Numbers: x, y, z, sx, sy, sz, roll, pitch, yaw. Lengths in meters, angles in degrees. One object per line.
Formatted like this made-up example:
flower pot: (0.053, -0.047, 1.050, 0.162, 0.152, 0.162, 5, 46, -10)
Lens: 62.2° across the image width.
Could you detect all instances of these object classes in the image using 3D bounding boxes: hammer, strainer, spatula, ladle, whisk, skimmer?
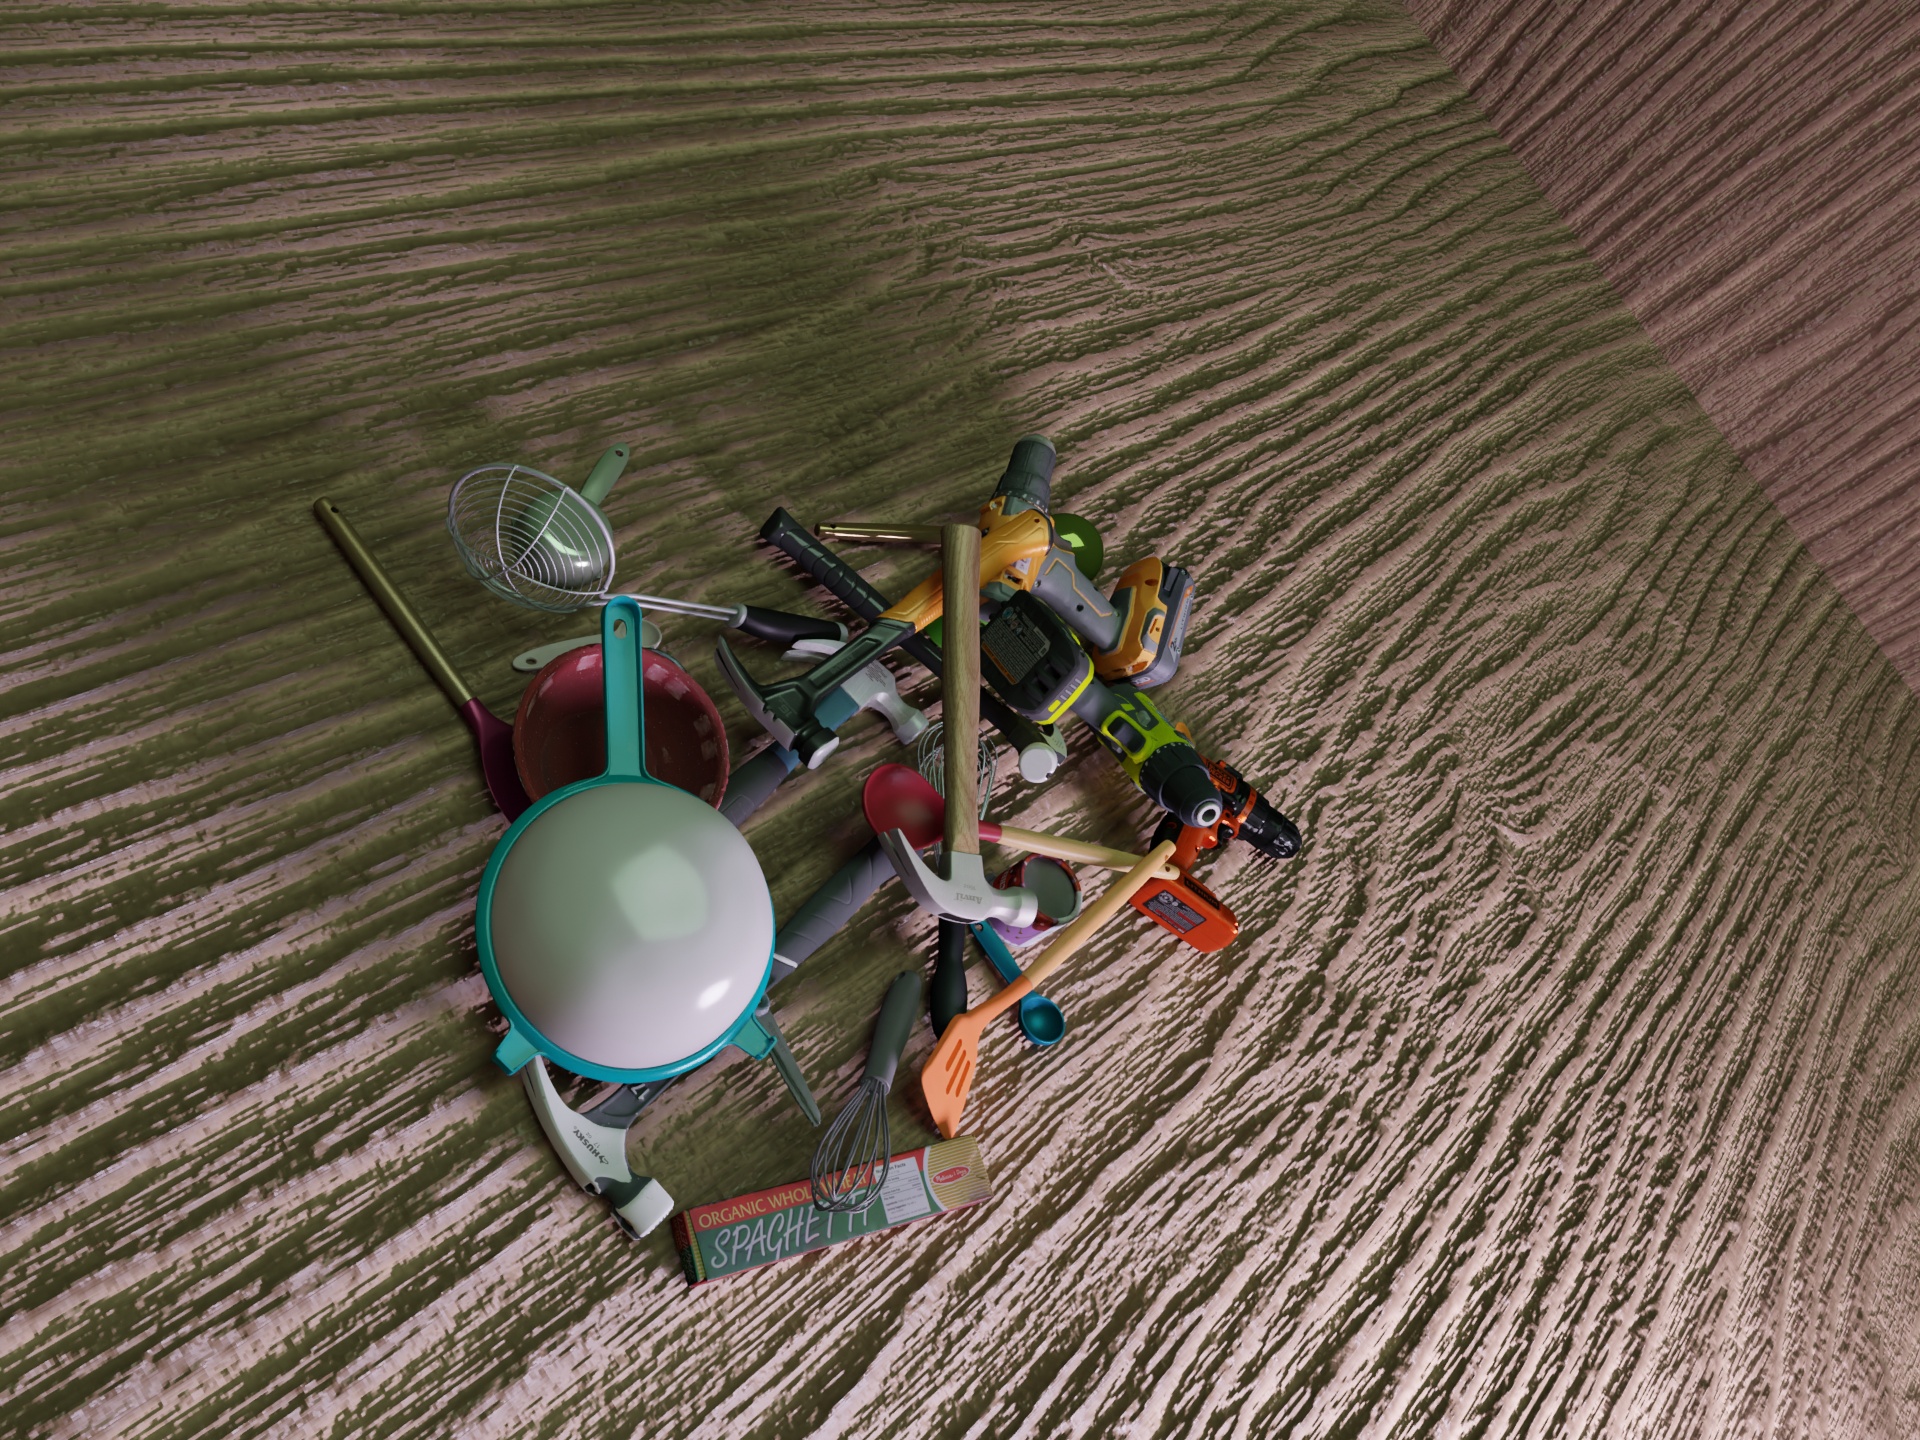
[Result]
hammer: (-0.002, -0.004, 1.270, 0.130, 0.031, 0.331, 12, 68, -31)
strainer: (-0.210, 0.067, 1.068, 0.211, 0.095, 0.340, 4, 72, -30)
hammer: (-0.046, -0.094, 1.327, 0.127, 0.034, 0.337, 46, 57, 11)
spatula: (0.075, 0.199, 1.277, 0.322, 0.041, 0.081, -39, 131, -28)
ladle: (0.053, 0.096, 1.307, 0.315, 0.031, 0.069, 15, 67, -28)
hammer: (-0.154, 0.042, 1.261, 0.128, 0.033, 0.331, 48, 45, -4)
whisk: (-0.004, 0.127, 1.308, 0.070, 0.070, 0.285, 18, 59, -28)
hammer: (-0.041, -0.070, 1.389, 0.335, 0.035, 0.146, 40, 11, 1)
ladle: (0.003, -0.169, 1.517, 0.320, 0.062, 0.078, -1, 62, -30)
hammer: (-0.151, 0.185, 1.173, 0.149, 0.036, 0.409, 48, 45, -1)
whisk: (-0.061, 0.264, 1.160, 0.055, 0.055, 0.239, 37, 33, -13)
skimmer: (-0.227, -0.117, 1.250, 0.363, 0.127, 0.090, 8, 63, -49)

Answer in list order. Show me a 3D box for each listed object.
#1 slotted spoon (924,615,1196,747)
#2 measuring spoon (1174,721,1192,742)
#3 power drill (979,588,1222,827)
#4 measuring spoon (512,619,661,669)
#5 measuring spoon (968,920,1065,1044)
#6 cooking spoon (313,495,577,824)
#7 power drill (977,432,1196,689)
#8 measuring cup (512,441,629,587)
slotted spoon: (0.102, -0.038, 1.512, 0.313, 0.031, 0.070, 26, 46, -24)
measuring spoon: (0.206, 0.047, 1.480, 0.021, 0.011, 0.117, 21, 44, -17)
power drill: (0.126, -0.003, 1.392, 0.228, 0.080, 0.191, 36, 11, -35)
measuring spoon: (-0.290, -0.053, 1.233, 0.124, 0.018, 0.034, -18, 54, -36)
measuring spoon: (0.039, 0.215, 1.315, 0.042, 0.021, 0.129, -19, 67, -42)
cooking spoon: (-0.372, -0.033, 1.153, 0.319, 0.017, 0.069, 53, 41, 2)
power drill: (0.112, -0.148, 1.495, 0.226, 0.084, 0.185, 26, 67, -26)
measuring cup: (-0.299, -0.179, 1.284, 0.083, 0.038, 0.168, 34, 50, -16)
